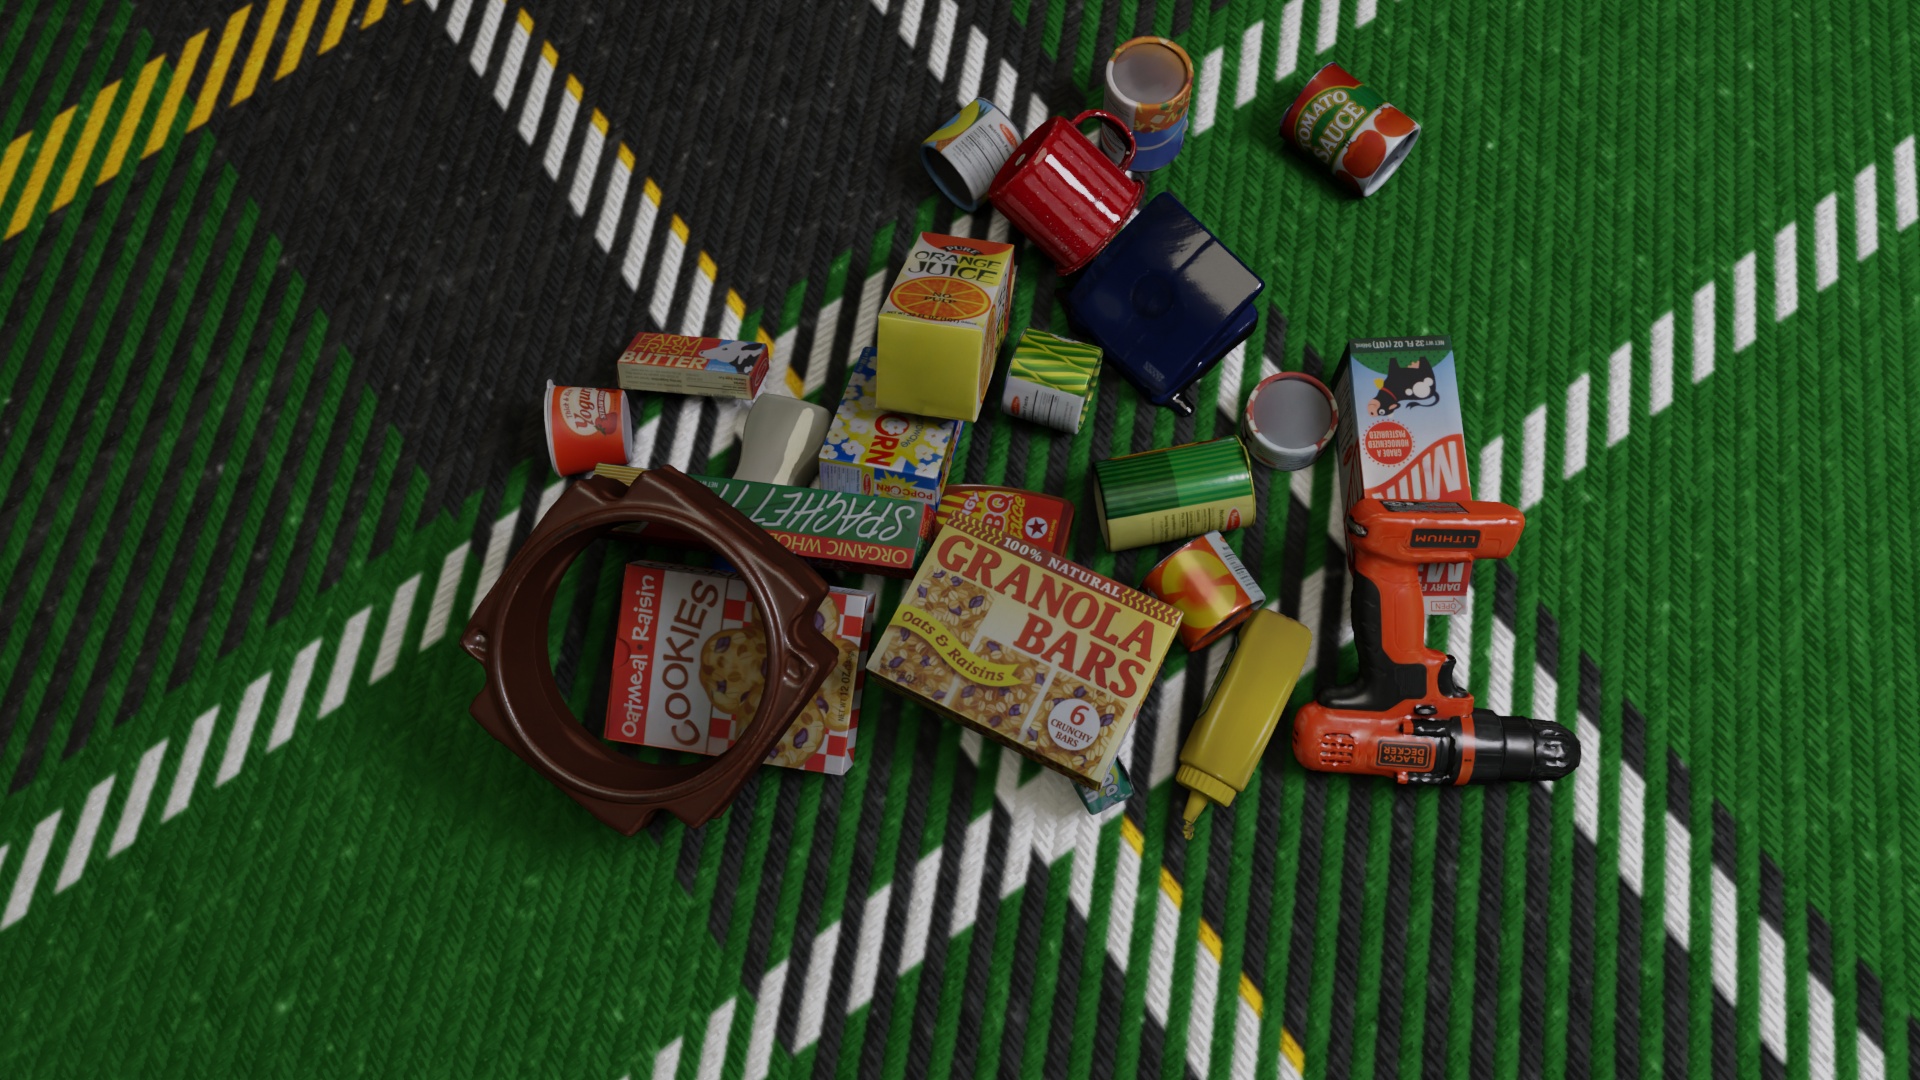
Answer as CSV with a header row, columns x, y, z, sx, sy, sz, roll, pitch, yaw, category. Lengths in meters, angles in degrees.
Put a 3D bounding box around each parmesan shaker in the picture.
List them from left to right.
x,y,z,sx,sy,sz,roll,pitch,yaw,category
0.148,-0.034,0.973,0.103,0.071,0.071,-10,72,0,parmesan shaker

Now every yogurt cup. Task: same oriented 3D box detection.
x,y,z,sx,sy,sz,roll,pitch,yaw,category
-0.271,-0.082,1.017,0.054,0.072,0.072,-5,72,-7,yogurt cup

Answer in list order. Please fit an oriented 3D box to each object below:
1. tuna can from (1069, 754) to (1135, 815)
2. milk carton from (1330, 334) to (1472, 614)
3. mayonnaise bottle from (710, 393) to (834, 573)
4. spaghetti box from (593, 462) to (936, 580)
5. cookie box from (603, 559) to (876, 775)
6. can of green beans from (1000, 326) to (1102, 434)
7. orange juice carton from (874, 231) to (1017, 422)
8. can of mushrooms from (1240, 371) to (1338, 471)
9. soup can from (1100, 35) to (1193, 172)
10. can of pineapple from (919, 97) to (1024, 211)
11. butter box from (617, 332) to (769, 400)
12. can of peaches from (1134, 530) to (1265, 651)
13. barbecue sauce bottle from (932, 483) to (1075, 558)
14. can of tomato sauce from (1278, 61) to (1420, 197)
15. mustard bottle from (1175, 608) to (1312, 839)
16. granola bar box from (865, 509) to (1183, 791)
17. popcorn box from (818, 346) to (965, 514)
x,y,z,sx,sy,sz,roll,pitch,yaw,category
0.086,0.147,0.918,0.033,0.071,0.071,-27,73,-4,tuna can
0.307,-0.041,0.965,0.072,0.073,0.191,-1,72,4,milk carton
-0.141,-0.031,1.005,0.065,0.041,0.148,15,75,13,mayonnaise bottle
-0.141,-0.014,0.960,0.250,0.028,0.050,7,74,14,spaghetti box
-0.150,0.085,0.947,0.167,0.040,0.123,8,92,5,cookie box
0.067,-0.116,1.007,0.058,0.071,0.071,17,74,8,can of green beans
-0.006,-0.165,0.998,0.072,0.072,0.194,9,35,6,orange juice carton
0.238,-0.089,1.006,0.071,0.033,0.071,-1,72,4,can of mushrooms
0.145,-0.335,1.066,0.071,0.083,0.071,-1,72,3,soup can
0.010,-0.297,1.072,0.058,0.071,0.071,-42,75,-10,can of pineapple
-0.199,-0.131,1.036,0.103,0.024,0.053,6,34,5,butter box
0.164,0.037,0.953,0.071,0.071,0.058,-33,74,-7,can of peaches
0.004,-0.012,0.989,0.148,0.043,0.065,13,71,8,barbecue sauce bottle
0.295,-0.312,1.057,0.083,0.071,0.071,42,79,14,can of tomato sauce
0.182,0.124,0.924,0.049,0.065,0.160,26,80,11,mustard bottle
0.042,0.069,0.896,0.166,0.039,0.124,25,73,14,granola bar box
-0.044,-0.081,0.992,0.085,0.038,0.127,11,48,6,popcorn box
